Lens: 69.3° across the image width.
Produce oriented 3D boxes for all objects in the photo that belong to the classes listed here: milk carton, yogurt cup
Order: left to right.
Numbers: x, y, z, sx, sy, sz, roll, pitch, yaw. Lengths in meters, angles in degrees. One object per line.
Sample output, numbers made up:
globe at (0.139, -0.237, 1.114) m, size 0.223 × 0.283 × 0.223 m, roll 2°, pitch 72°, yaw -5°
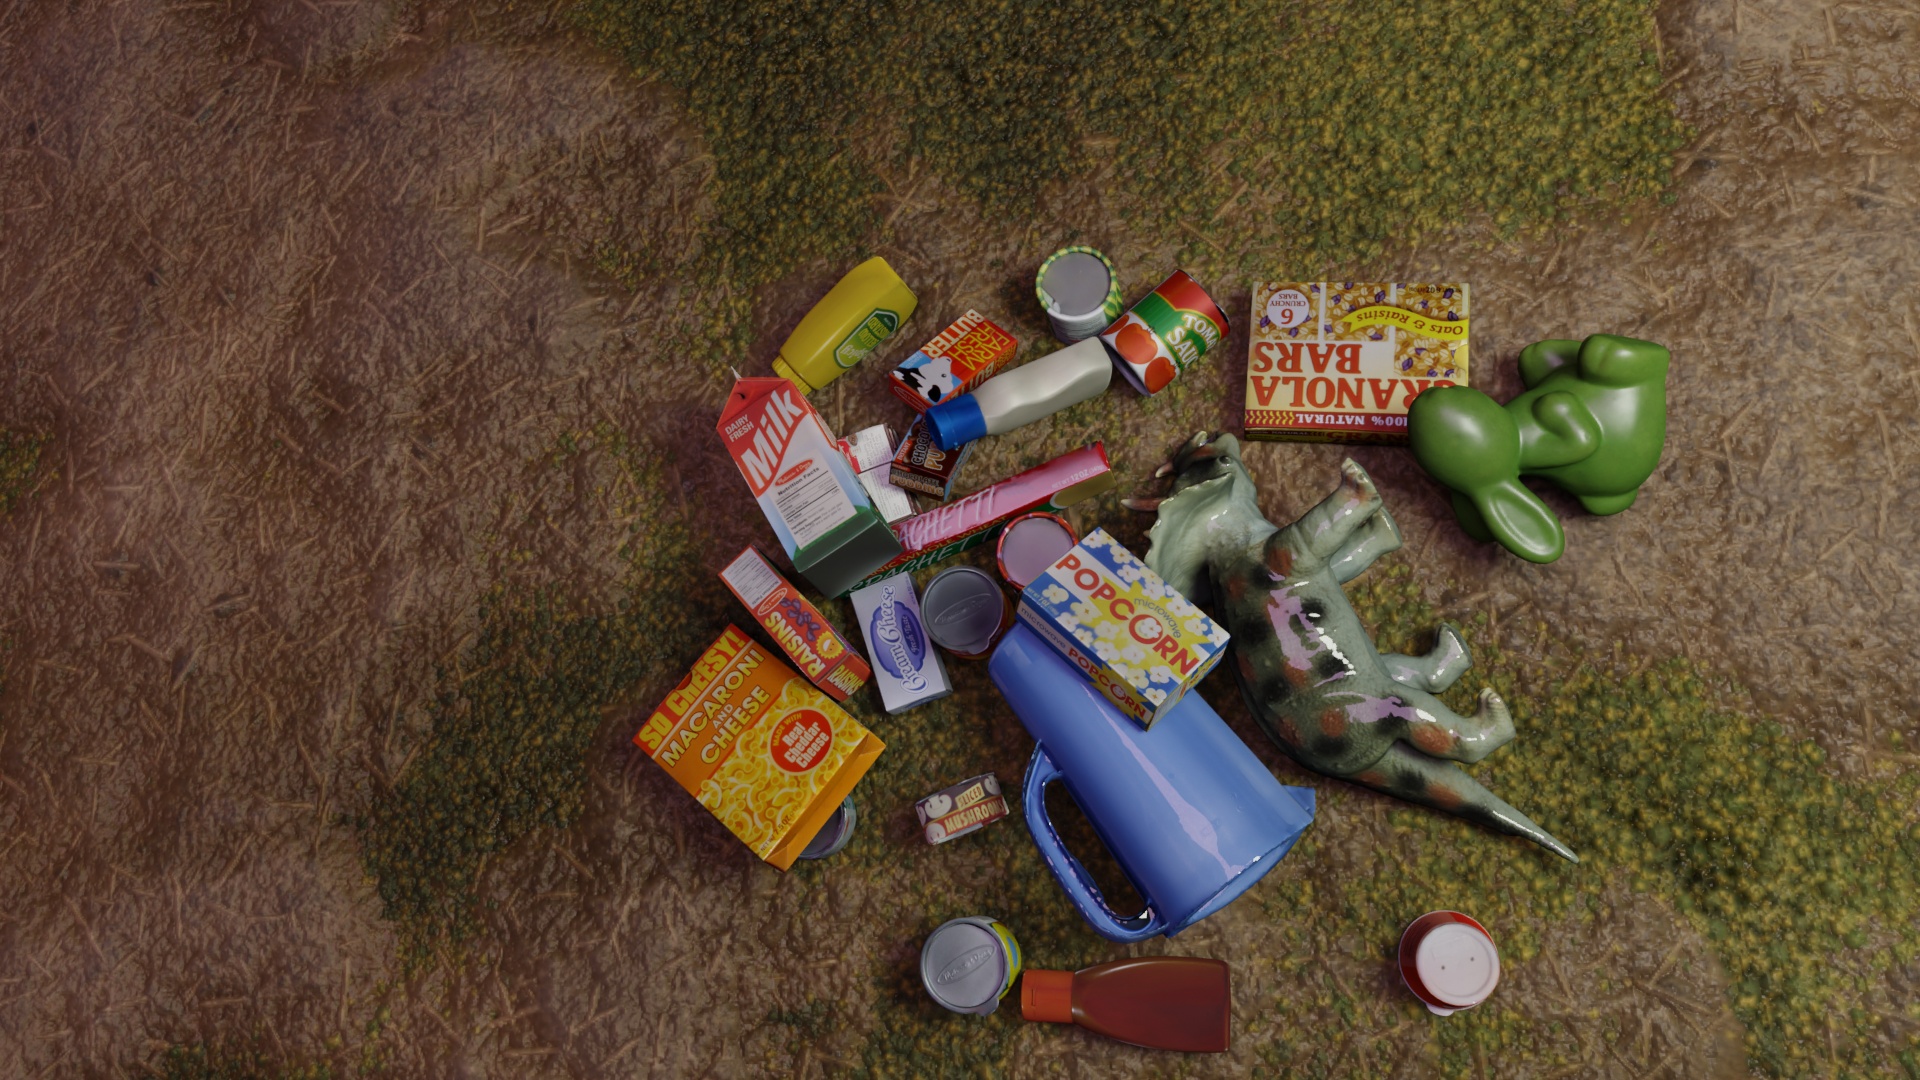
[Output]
milk carton at (-0.127, -0.055, 1.095) m, size 0.073 × 0.072 × 0.191 m, roll -34°, pitch 65°, yaw 1°
yogurt cup at (0.340, 0.291, 0.960) m, size 0.072 × 0.054 × 0.072 m, roll -3°, pitch 75°, yaw 11°

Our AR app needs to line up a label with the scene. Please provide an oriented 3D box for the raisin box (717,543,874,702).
raisin box at (-0.128, 0.066, 1.101) m, size 0.040 × 0.086 × 0.123 m, roll -42°, pitch 72°, yaw -5°

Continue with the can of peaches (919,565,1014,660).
can of peaches at (0.007, 0.060, 1.088) m, size 0.071 × 0.058 × 0.071 m, roll -3°, pitch 76°, yaw 11°

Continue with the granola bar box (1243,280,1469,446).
granola bar box at (0.307, -0.138, 1.081) m, size 0.165 × 0.039 × 0.124 m, roll 3°, pitch 77°, yaw 13°

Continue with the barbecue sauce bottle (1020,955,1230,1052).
barbecue sauce bottle at (0.119, 0.332, 1.004) m, size 0.148 × 0.043 × 0.065 m, roll -1°, pitch 76°, yaw 13°

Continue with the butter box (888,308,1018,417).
butter box at (-0.005, -0.144, 1.137) m, size 0.053 × 0.024 × 0.104 m, roll 38°, pitch 61°, yaw 20°

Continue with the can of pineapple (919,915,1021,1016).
can of pineapple at (0.009, 0.313, 1.025) m, size 0.071 × 0.058 × 0.071 m, roll -3°, pitch 76°, yaw 12°

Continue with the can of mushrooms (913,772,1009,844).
can of mushrooms at (0.002, 0.202, 1.047) m, size 0.071 × 0.071 × 0.033 m, roll -24°, pitch 75°, yaw 6°

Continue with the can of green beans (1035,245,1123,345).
can of green beans at (0.097, -0.199, 1.132) m, size 0.071 × 0.057 × 0.071 m, roll -3°, pitch 76°, yaw 12°

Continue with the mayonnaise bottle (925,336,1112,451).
mayonnaise bottle at (0.046, -0.114, 1.100) m, size 0.148 × 0.064 × 0.041 m, roll -23°, pitch 76°, yaw -13°

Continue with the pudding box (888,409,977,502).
pudding box at (-0.021, -0.073, 1.118) m, size 0.050 × 0.030 × 0.084 m, roll 19°, pitch 46°, yaw 9°

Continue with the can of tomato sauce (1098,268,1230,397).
can of tomato sauce at (0.163, -0.163, 1.104) m, size 0.083 × 0.071 × 0.071 m, roll -40°, pitch 72°, yaw 1°

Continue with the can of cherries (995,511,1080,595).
can of cherries at (0.062, 0.014, 1.087) m, size 0.071 × 0.058 × 0.071 m, roll -3°, pitch 76°, yaw 11°

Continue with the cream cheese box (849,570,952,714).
cream cheese box at (-0.048, 0.082, 1.112) m, size 0.053 × 0.024 × 0.104 m, roll -22°, pitch 73°, yaw 8°

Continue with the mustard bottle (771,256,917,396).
mustard bottle at (-0.110, -0.167, 1.169) m, size 0.160 × 0.065 × 0.049 m, roll -42°, pitch 67°, yaw 6°

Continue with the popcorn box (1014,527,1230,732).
popcorn box at (0.112, 0.060, 0.970) m, size 0.127 × 0.038 × 0.085 m, roll 41°, pitch 58°, yaw 19°

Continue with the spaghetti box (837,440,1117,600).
spaghetti box at (0.004, -0.014, 1.111) m, size 0.250 × 0.050 × 0.029 m, roll -23°, pitch 72°, yaw 6°

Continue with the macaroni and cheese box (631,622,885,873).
macaroni and cheese box at (-0.159, 0.157, 1.082) m, size 0.167 × 0.040 × 0.124 m, roll 33°, pitch 77°, yaw 31°

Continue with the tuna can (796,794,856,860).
tuna can at (-0.119, 0.216, 1.090) m, size 0.071 × 0.033 × 0.071 m, roll -3°, pitch 76°, yaw 12°
